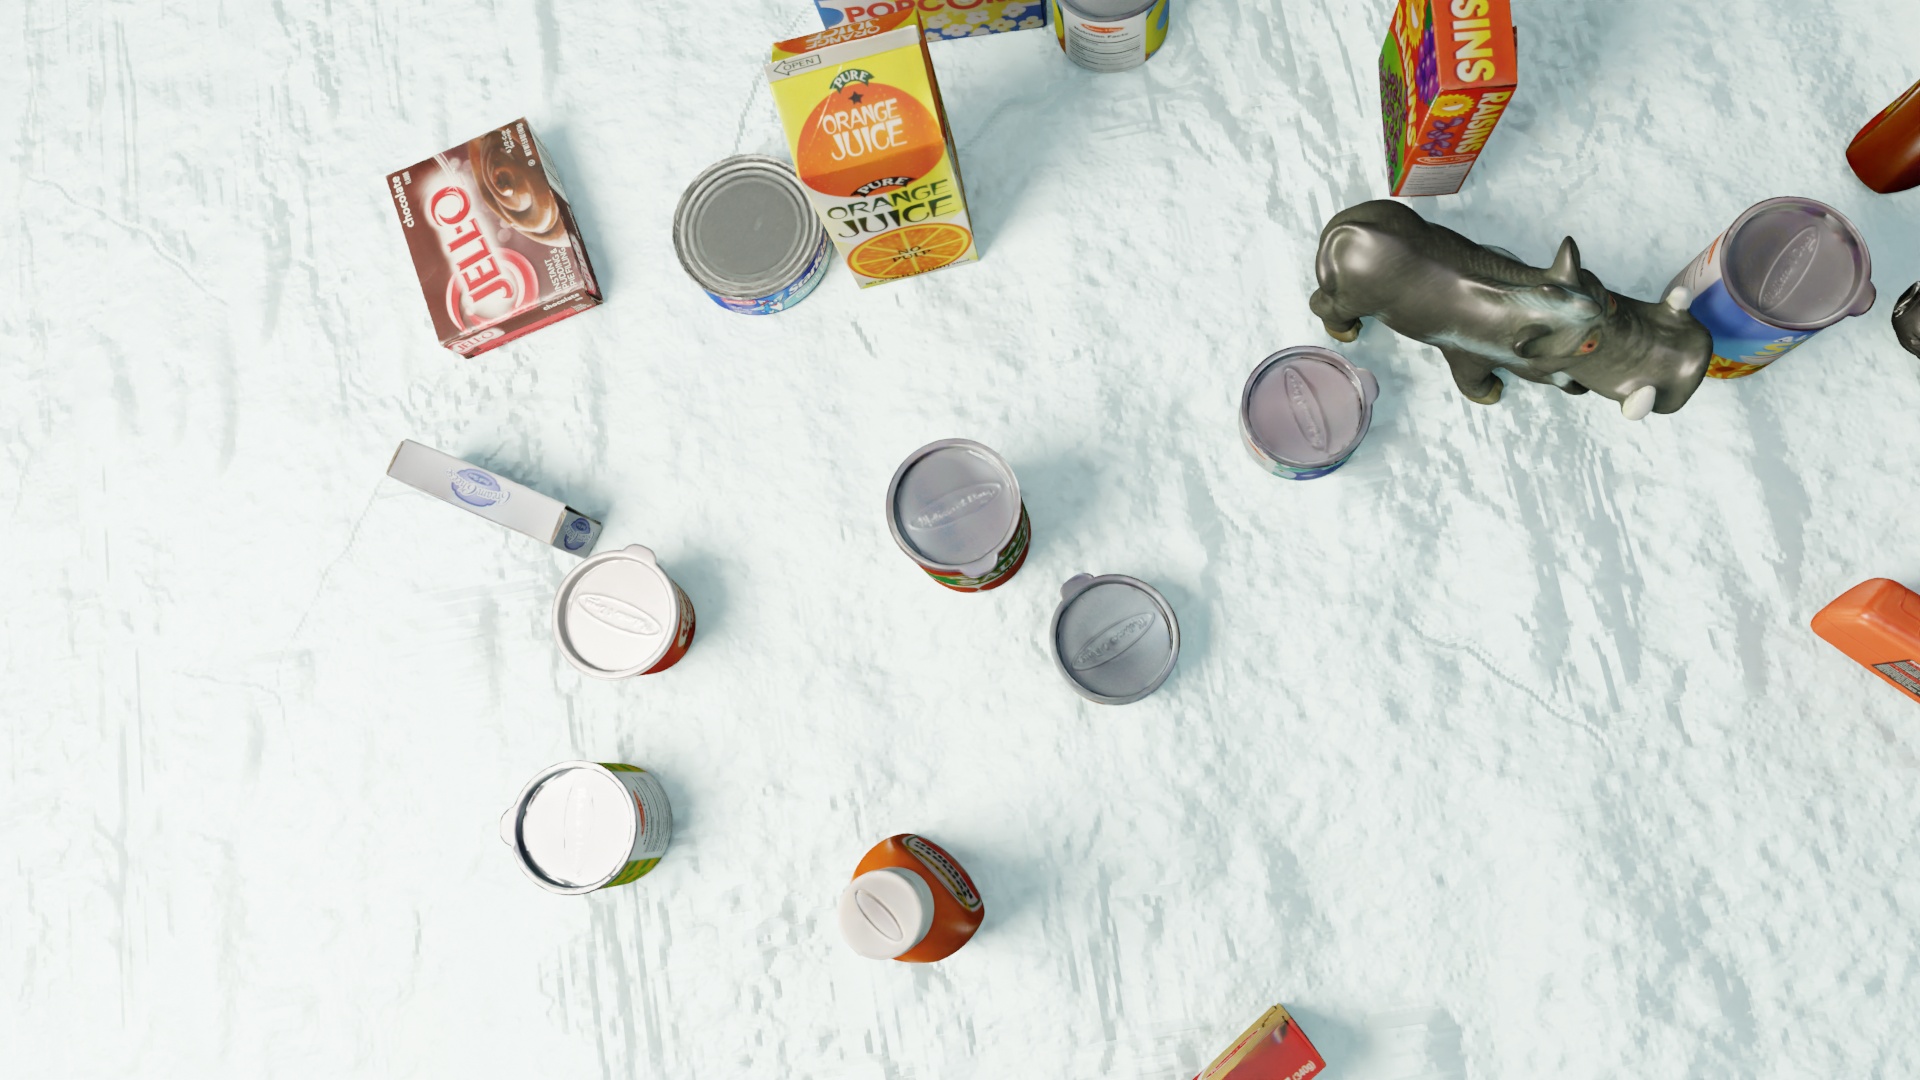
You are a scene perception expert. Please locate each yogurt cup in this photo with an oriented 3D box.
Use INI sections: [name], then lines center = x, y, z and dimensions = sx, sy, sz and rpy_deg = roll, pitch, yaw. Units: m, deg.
[yogurt cup]
center = -0.175, 0.042, 0.737
dimensions = 0.072, 0.054, 0.072
rpy_deg = -1, 80, 7

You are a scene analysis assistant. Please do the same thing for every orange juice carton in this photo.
[orange juice carton]
center = -0.041, -0.199, 0.695
dimensions = 0.072, 0.192, 0.073
rpy_deg = -13, 79, 5

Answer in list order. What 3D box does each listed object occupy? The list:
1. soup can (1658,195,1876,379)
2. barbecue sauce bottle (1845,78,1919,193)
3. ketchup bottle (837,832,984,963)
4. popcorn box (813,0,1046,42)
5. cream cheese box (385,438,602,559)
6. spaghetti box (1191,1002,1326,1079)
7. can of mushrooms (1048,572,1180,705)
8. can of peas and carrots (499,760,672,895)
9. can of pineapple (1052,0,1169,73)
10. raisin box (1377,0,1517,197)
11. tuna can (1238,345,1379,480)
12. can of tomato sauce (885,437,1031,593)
[soup can]
center = 0.394, -0.120, 0.684
dimensions = 0.071, 0.083, 0.071
rpy_deg = -1, 80, 7
[barbecue sauce bottle]
center = 0.487, -0.219, 0.659
dimensions = 0.065, 0.148, 0.044
rpy_deg = -33, 78, 0
[ketchup bottle]
center = -0.025, 0.169, 0.647
dimensions = 0.065, 0.148, 0.043
rpy_deg = 43, 88, 12
[popcorn box]
center = -0.017, -0.314, 0.769
dimensions = 0.127, 0.085, 0.038
rpy_deg = -6, 79, 6
[cream cheese box]
center = -0.253, -0.022, 0.758
dimensions = 0.104, 0.053, 0.024
rpy_deg = 22, 83, 10
[spaghetti box]
center = 0.070, 0.316, 0.658
dimensions = 0.250, 0.050, 0.029
rpy_deg = -42, 78, -2
[can of mushrooms]
center = 0.078, 0.050, 0.716
dimensions = 0.071, 0.033, 0.071
rpy_deg = -1, 79, 7
[can of peas and carrots]
center = -0.191, 0.147, 0.717
dimensions = 0.071, 0.058, 0.071
rpy_deg = -1, 80, 7
[can of pineapple]
center = 0.084, -0.304, 0.769
dimensions = 0.071, 0.058, 0.071
rpy_deg = -1, 80, 7
[raisin box]
center = 0.245, -0.238, 0.704
dimensions = 0.040, 0.123, 0.086
rpy_deg = -2, 80, 7
[tuna can]
center = 0.181, -0.067, 0.726
dimensions = 0.071, 0.033, 0.071
rpy_deg = -1, 79, 7
[can of tomato sauce]
center = 0.003, -0.009, 0.710
dimensions = 0.071, 0.083, 0.071
rpy_deg = -1, 80, 7
